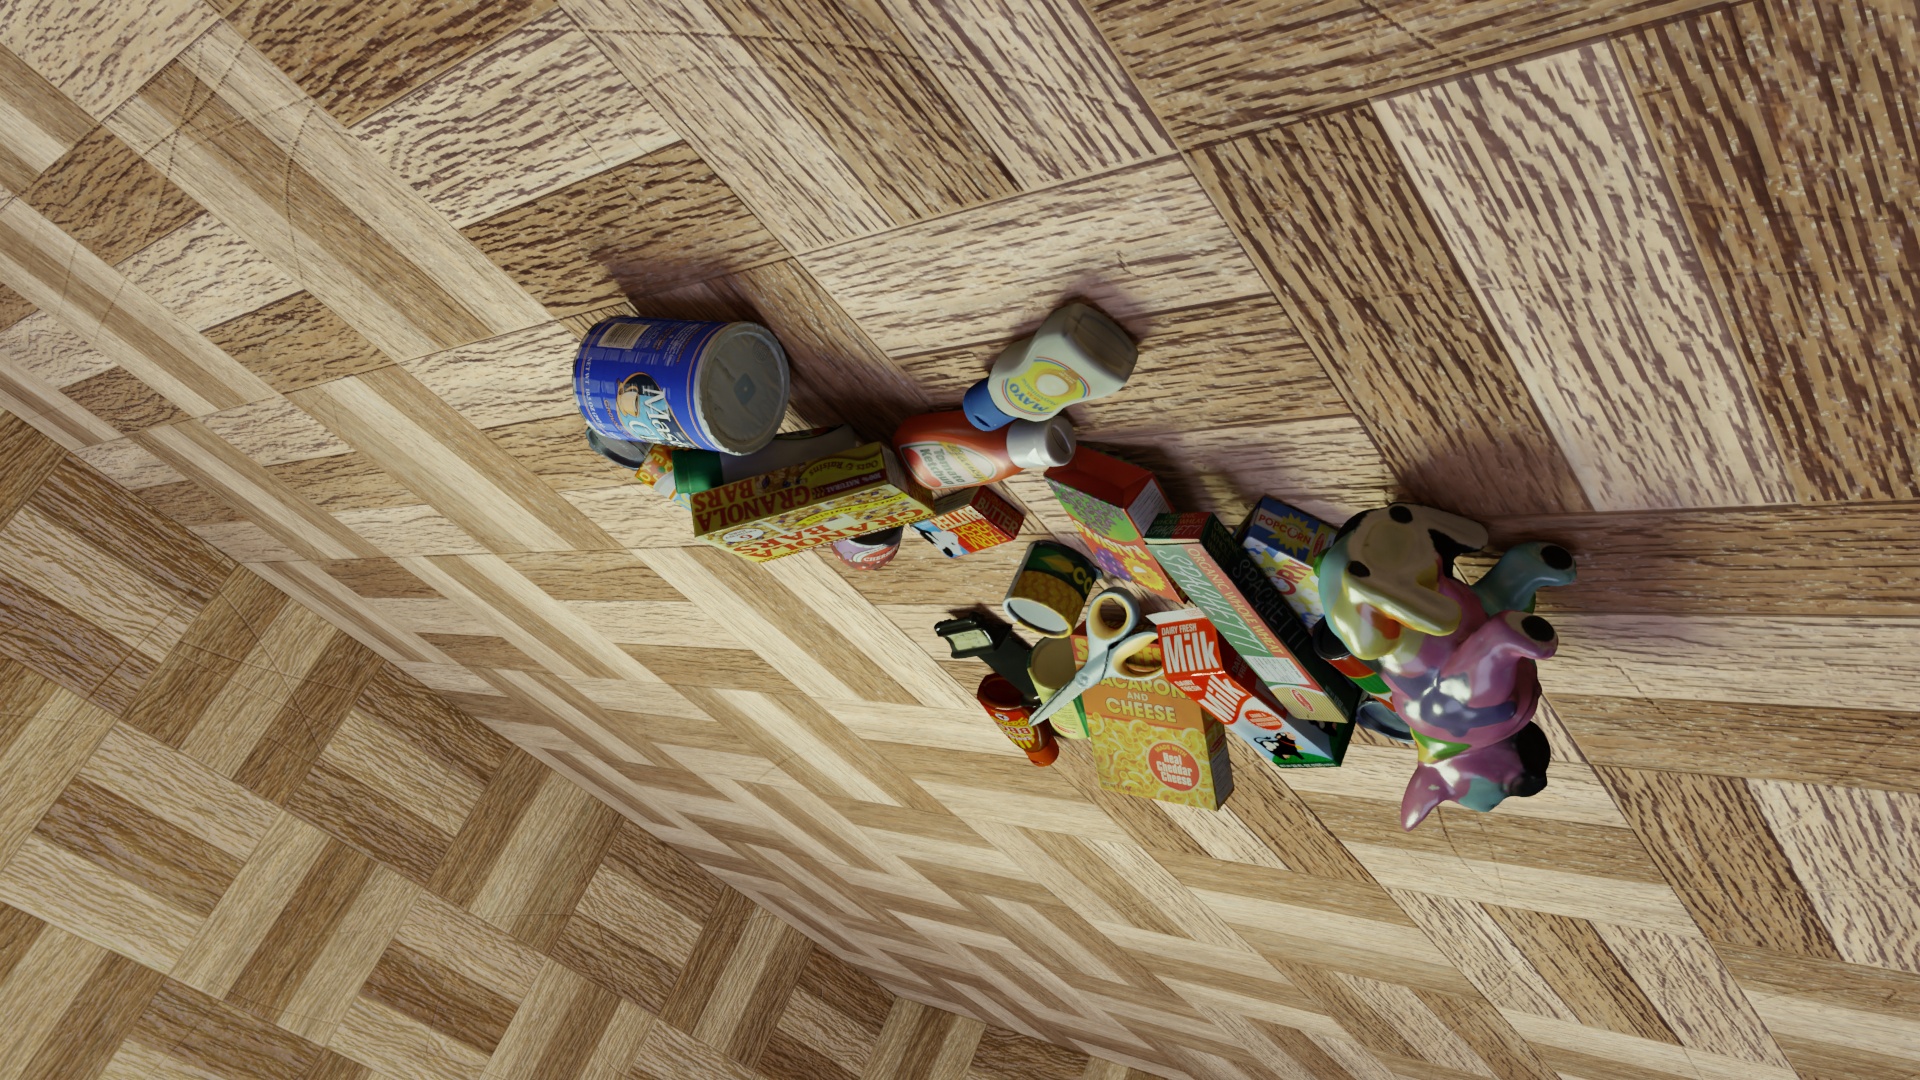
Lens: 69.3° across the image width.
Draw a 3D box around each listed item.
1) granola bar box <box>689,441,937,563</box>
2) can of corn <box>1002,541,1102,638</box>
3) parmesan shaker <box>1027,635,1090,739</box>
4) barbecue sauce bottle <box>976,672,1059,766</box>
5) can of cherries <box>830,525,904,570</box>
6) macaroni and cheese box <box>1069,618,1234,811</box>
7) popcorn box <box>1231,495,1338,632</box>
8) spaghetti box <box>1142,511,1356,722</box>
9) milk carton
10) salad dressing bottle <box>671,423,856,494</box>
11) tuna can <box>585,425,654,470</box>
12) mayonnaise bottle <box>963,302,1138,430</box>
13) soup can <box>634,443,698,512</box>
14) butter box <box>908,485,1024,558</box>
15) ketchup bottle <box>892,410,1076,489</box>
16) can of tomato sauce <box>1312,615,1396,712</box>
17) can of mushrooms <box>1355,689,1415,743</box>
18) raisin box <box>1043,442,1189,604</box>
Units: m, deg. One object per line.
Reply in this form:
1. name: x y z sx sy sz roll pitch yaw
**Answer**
1. granola bar box: -0.117 -0.029 1.126 0.165 0.039 0.124 -15 166 14
2. can of corn: 0.079 0.044 1.191 0.071 0.058 0.071 21 154 11
3. parmesan shaker: 0.109 0.140 1.335 0.071 0.071 0.102 13 151 25
4. barbecue sauce bottle: 0.070 0.197 1.507 0.065 0.044 0.148 9 150 29
5. can of cherries: -0.081 -0.012 1.223 0.071 0.072 0.058 25 154 3
6. macaroni and cheese box: 0.172 0.154 1.248 0.123 0.040 0.165 4 117 36
7. popcorn box: 0.236 0.025 1.032 0.085 0.038 0.126 26 155 2
8. spaghetti box: 0.220 0.061 1.033 0.050 0.029 0.249 -1 144 44
9. milk carton: 0.240 0.110 1.148 0.190 0.074 0.072 38 153 -21
10. salad dressing bottle: -0.160 -0.065 1.135 0.148 0.044 0.064 -8 -173 -13
11. tuna can: -0.322 -0.099 1.325 0.071 0.033 0.070 21 154 11
12. mayonnaise bottle: 0.054 -0.111 0.942 0.064 0.041 0.147 35 153 -19
13. soup can: -0.250 -0.062 1.283 0.084 0.071 0.071 32 154 -11
14. butter box: 0.004 -0.015 1.190 0.053 0.024 0.103 38 152 -21
15. ketchup bottle: 0.019 -0.071 1.048 0.148 0.044 0.064 -2 137 44
16. can of tomato sauce: 0.316 0.080 1.031 0.083 0.071 0.071 36 153 -21
17. can of mushrooms: 0.358 0.135 1.133 0.071 0.033 0.070 20 154 11
18. raisin box: 0.125 -0.012 1.039 0.086 0.040 0.123 25 161 44
